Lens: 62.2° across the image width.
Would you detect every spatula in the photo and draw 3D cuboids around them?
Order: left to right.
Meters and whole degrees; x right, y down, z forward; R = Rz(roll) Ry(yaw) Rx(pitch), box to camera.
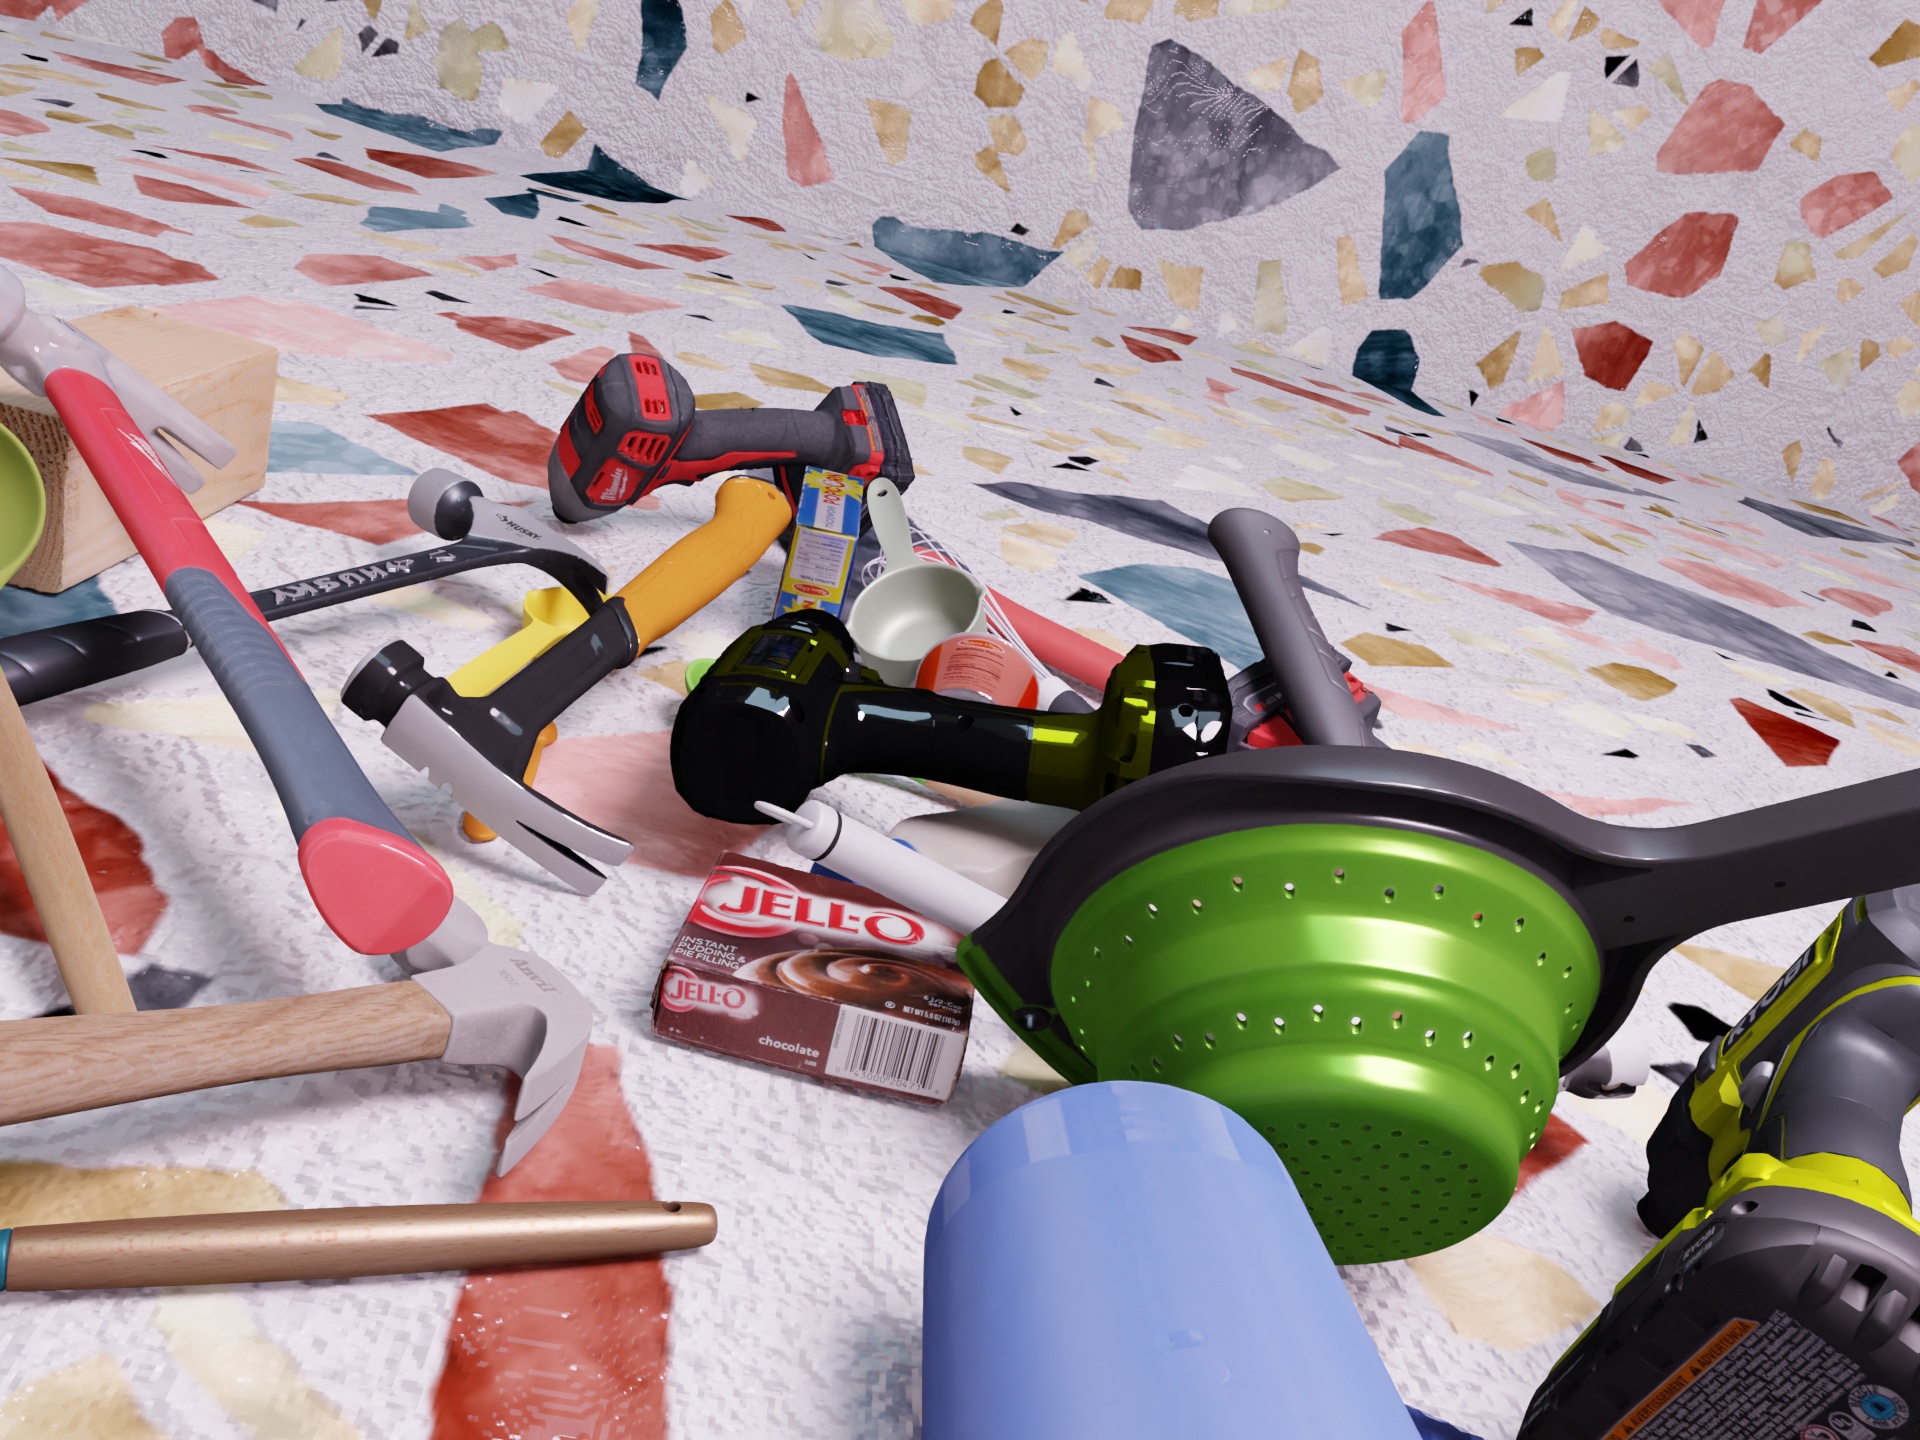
[{"bbox_3d":[-0.214,0.129,0.408,0.317,0.044,0.082,6,16,-26],"label":"spatula"}]

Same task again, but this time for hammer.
[{"bbox_3d":[-0.241,0.092,0.413,0.130,0.031,0.331,26,15,38],"label":"hammer"},{"bbox_3d":[-0.329,-0.039,0.693,0.149,0.036,0.409,26,29,24],"label":"hammer"},{"bbox_3d":[-0.280,-0.045,0.611,0.387,0.038,0.143,44,-2,33],"label":"hammer"},{"bbox_3d":[-0.146,-0.046,0.759,0.127,0.034,0.337,40,29,-5],"label":"hammer"},{"bbox_3d":[0.102,-0.021,0.973,0.359,0.036,0.149,28,25,25],"label":"hammer"},{"bbox_3d":[0.168,0.021,0.709,0.146,0.035,0.335,3,46,-18],"label":"hammer"}]

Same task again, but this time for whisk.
[{"bbox_3d":[0.034,-0.030,0.925,0.070,0.070,0.285,-6,36,-42],"label":"whisk"}]

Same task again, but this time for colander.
[{"bbox_3d":[0.183,0.084,0.468,0.397,0.204,0.095,-19,41,26],"label":"colander"}]

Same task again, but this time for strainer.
[{"bbox_3d":[0.025,0.083,0.591,0.258,0.050,0.087,31,-7,-33],"label":"strainer"}]

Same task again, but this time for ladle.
[{"bbox_3d":[-0.330,-0.005,0.552,0.078,0.062,0.320,2,39,-48],"label":"ladle"}]

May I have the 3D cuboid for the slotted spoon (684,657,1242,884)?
[{"bbox_3d":[0.008,0.036,0.794,0.314,0.031,0.070,19,23,2],"label":"slotted spoon"}]

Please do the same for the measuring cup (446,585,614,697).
[{"bbox_3d":[-0.217,-0.027,0.793,0.062,0.029,0.156,18,29,11],"label":"measuring cup"}]

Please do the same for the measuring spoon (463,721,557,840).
[{"bbox_3d":[-0.198,0.022,0.703,0.021,0.011,0.117,13,23,-6],"label":"measuring spoon"}]

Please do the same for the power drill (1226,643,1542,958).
[{"bbox_3d":[0.204,0.070,0.751,0.227,0.080,0.188,38,42,24],"label":"power drill"}]

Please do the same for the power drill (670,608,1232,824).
[{"bbox_3d":[-0.001,-0.002,0.717,0.228,0.080,0.191,7,18,3],"label":"power drill"}]

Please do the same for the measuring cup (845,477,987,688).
[{"bbox_3d":[-0.031,-0.081,0.930,0.083,0.038,0.168,-17,46,1],"label":"measuring cup"}]

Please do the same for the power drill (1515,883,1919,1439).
[{"bbox_3d":[0.260,0.161,0.511,0.080,0.171,0.223,36,35,16],"label":"power drill"}]

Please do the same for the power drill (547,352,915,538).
[{"bbox_3d":[-0.153,-0.166,1.023,0.219,0.143,0.079,-1,65,-37],"label":"power drill"}]
